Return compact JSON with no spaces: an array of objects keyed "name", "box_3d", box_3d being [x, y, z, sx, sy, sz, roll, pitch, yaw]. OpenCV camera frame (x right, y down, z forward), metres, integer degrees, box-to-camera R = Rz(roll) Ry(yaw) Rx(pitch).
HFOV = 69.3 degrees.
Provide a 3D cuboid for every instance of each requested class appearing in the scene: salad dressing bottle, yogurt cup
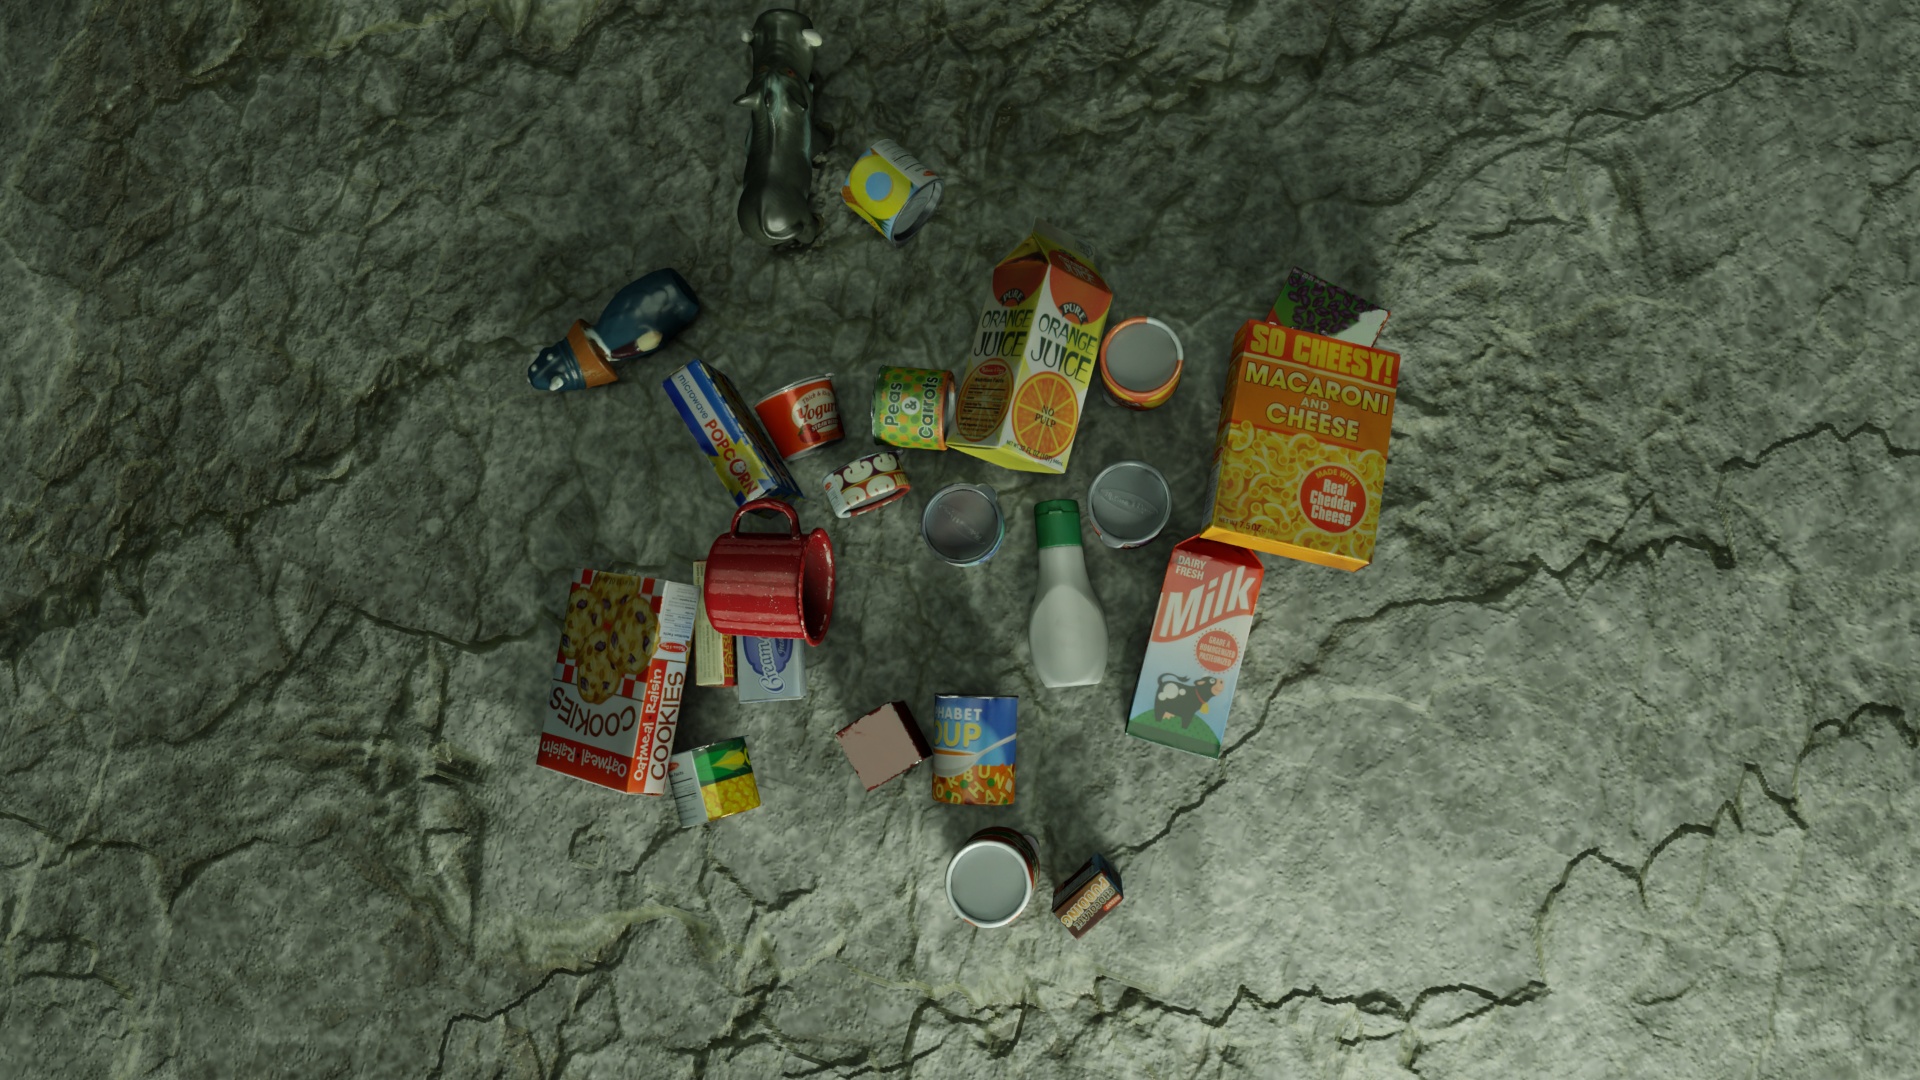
[{"name":"salad dressing bottle","box_3d":[0.083,0.042,1.108,0.064,0.044,0.148,-6,82,8]},{"name":"yogurt cup","box_3d":[-0.129,-0.099,1.139,0.072,0.072,0.054,-22,90,4]}]

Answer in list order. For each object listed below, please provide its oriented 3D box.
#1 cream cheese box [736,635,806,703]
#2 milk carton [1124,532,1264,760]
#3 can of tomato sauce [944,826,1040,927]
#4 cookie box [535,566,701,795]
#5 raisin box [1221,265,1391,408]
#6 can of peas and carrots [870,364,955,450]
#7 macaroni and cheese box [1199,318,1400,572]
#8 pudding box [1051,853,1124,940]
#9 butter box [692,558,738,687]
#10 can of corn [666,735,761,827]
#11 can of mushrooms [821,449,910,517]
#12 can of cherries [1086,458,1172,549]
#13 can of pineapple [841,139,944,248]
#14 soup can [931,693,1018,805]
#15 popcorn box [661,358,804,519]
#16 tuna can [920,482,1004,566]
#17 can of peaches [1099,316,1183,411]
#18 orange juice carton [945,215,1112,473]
[{"name":"cream cheese box","box_3d":[-0.156,0.080,1.140,0.053,0.024,0.104,-4,83,7]},{"name":"milk carton","box_3d":[0.185,0.067,1.078,0.073,0.072,0.190,15,85,8]},{"name":"can of tomato sauce","box_3d":[0.027,0.257,1.069,0.071,0.083,0.071,-1,84,7]},{"name":"cookie box","box_3d":[-0.275,0.111,1.115,0.123,0.040,0.167,5,83,40]},{"name":"raisin box","box_3d":[0.275,-0.144,1.109,0.086,0.040,0.123,29,88,8]},{"name":"can of peas and carrots","box_3d":[-0.038,-0.108,1.125,0.059,0.071,0.071,5,84,7]},{"name":"macaroni and cheese box","box_3d":[0.256,-0.071,1.046,0.124,0.040,0.167,13,76,-3]},{"name":"pudding box","box_3d":[0.097,0.270,1.059,0.049,0.083,0.030,-42,84,0]},{"name":"butter box","box_3d":[-0.200,0.068,1.132,0.024,0.053,0.103,-4,84,4]},{"name":"can of corn","box_3d":[-0.196,0.192,1.112,0.071,0.071,0.058,-16,83,5]},{"name":"can of mushrooms","box_3d":[-0.074,-0.046,1.124,0.071,0.071,0.033,-23,83,4]},{"name":"can of cherries","box_3d":[0.132,-0.026,1.102,0.071,0.058,0.071,-1,84,6]},{"name":"can of pineapple","box_3d":[-0.057,-0.288,1.151,0.058,0.071,0.071,41,90,9]},{"name":"soup can","box_3d":[0.009,0.162,1.088,0.071,0.071,0.084,1,84,7]},{"name":"popcorn box","box_3d":[-0.184,-0.081,1.131,0.038,0.085,0.127,-34,81,3]},{"name":"tuna can","box_3d":[0.004,-0.014,1.128,0.071,0.033,0.071,-1,84,7]},{"name":"can of peaches","box_3d":[0.143,-0.140,1.114,0.071,0.058,0.071,-1,83,6]},{"name":"orange juice carton","box_3d":[0.059,-0.155,1.105,0.073,0.072,0.192,10,83,52]}]
